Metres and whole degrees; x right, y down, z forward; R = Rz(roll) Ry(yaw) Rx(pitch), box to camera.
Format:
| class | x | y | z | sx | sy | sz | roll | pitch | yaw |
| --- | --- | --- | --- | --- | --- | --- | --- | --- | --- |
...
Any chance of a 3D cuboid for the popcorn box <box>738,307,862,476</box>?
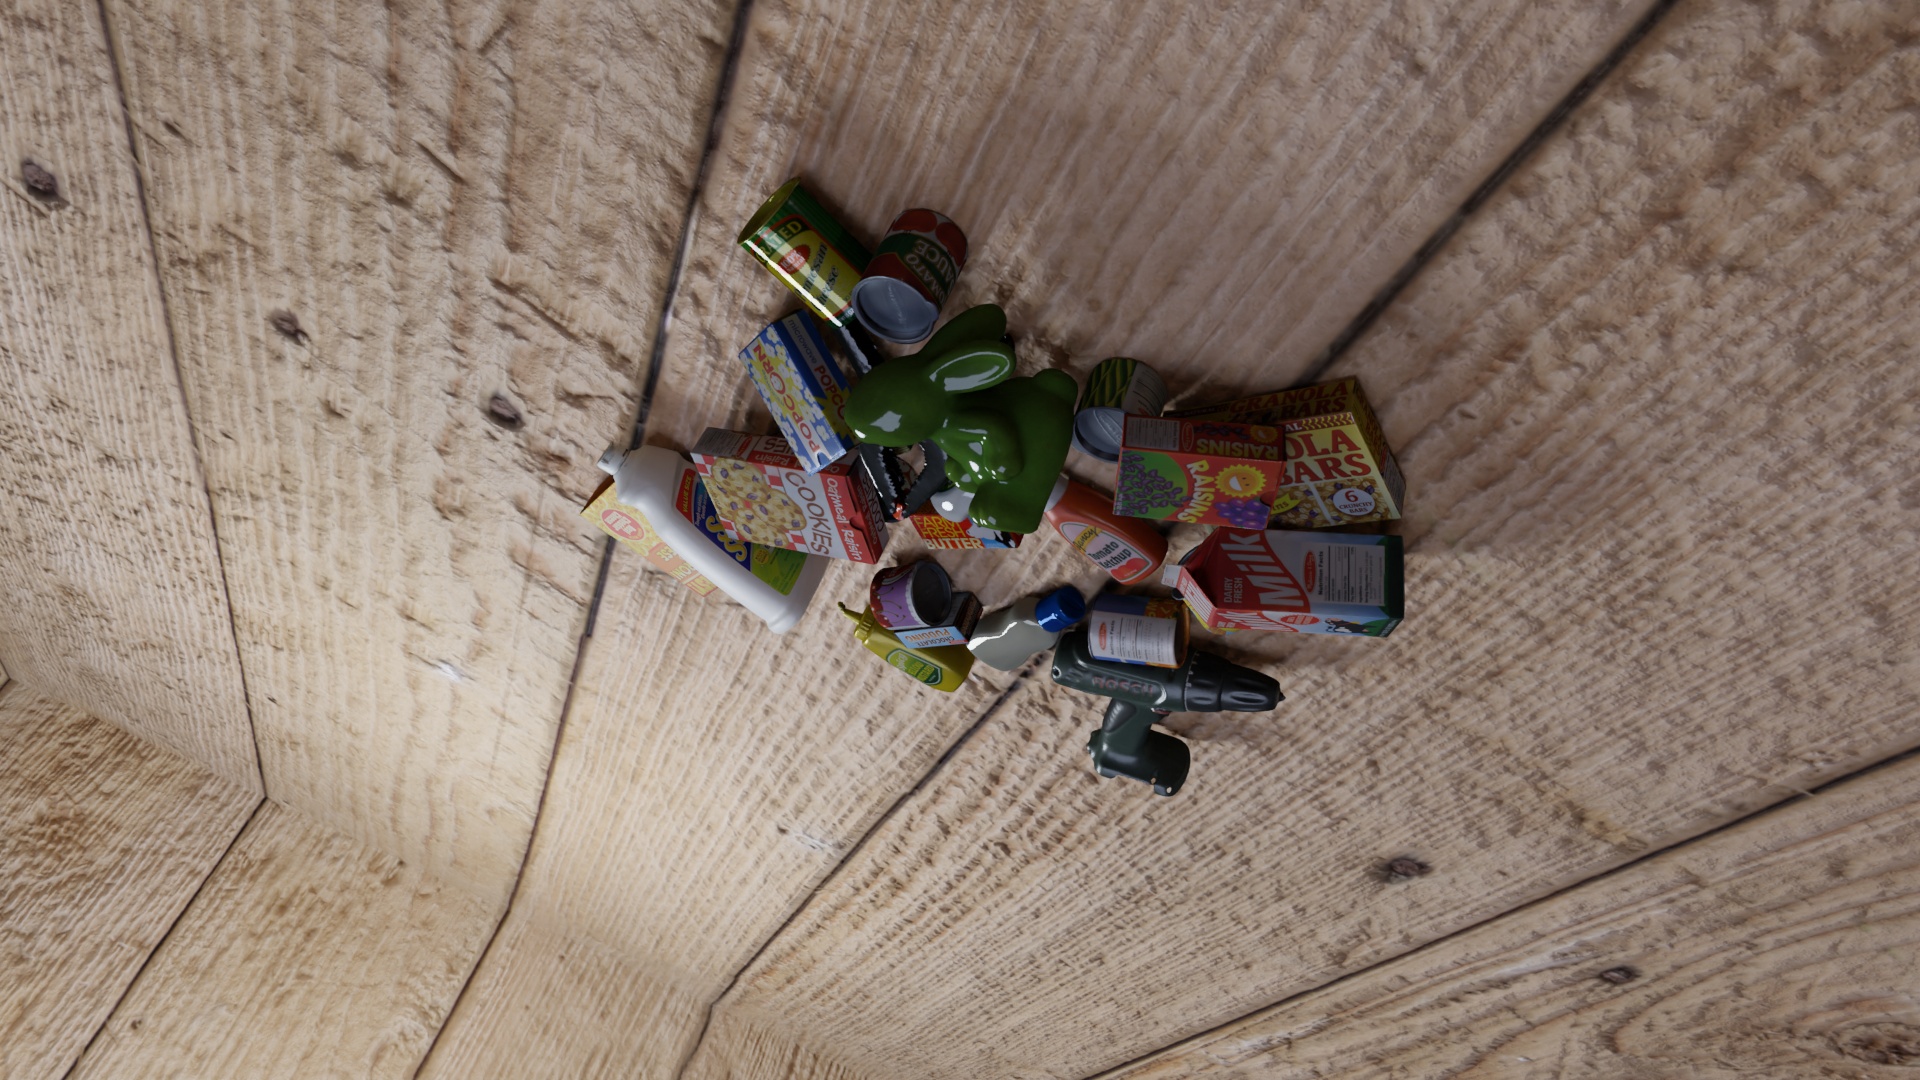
| class | x | y | z | sx | sy | sz | roll | pitch | yaw |
| --- | --- | --- | --- | --- | --- | --- | --- | --- | --- |
| popcorn box | -0.133 | -0.127 | 1.197 | 0.126 | 0.038 | 0.085 | 60 | 148 | -4 |

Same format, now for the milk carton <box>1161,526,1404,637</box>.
| class | x | y | z | sx | sy | sz | roll | pitch | yaw |
| --- | --- | --- | --- | --- | --- | --- | --- | --- | --- |
| milk carton | 0.265 | 0.034 | 1.159 | 0.191 | 0.073 | 0.072 | 3 | 164 | 6 |

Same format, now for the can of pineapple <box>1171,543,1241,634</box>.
| class | x | y | z | sx | sy | sz | roll | pitch | yaw |
| --- | --- | --- | --- | --- | --- | --- | --- | --- | --- |
| can of pineapple | 0.230 | 0.043 | 1.244 | 0.071 | 0.071 | 0.057 | -11 | 133 | 38 |

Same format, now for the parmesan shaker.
| class | x | y | z | sx | sy | sz | roll | pitch | yaw |
| --- | --- | --- | --- | --- | --- | --- | --- | --- | --- |
| parmesan shaker | -0.113 | -0.225 | 1.091 | 0.103 | 0.072 | 0.071 | 41 | 141 | -24 |

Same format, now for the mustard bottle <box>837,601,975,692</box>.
| class | x | y | z | sx | sy | sz | roll | pitch | yaw |
| --- | --- | --- | --- | --- | --- | --- | --- | --- | --- |
| mustard bottle | -0.065 | 0.109 | 1.510 | 0.160 | 0.049 | 0.065 | 27 | 143 | -6 |

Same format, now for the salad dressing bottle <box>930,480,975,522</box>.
| class | x | y | z | sx | sy | sz | roll | pitch | yaw |
| --- | --- | --- | --- | --- | --- | --- | --- | --- | --- |
| salad dressing bottle | 0.033 | -0.068 | 1.220 | 0.044 | 0.064 | 0.147 | 44 | 132 | -11 |

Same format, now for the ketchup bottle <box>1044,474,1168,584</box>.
| class | x | y | z | sx | sy | sz | roll | pitch | yaw |
| --- | --- | --- | --- | --- | --- | --- | --- | --- | --- |
| ketchup bottle | 0.113 | -0.020 | 1.249 | 0.148 | 0.044 | 0.064 | 36 | 143 | -16 |

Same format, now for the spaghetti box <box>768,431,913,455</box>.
| class | x | y | z | sx | sy | sz | roll | pitch | yaw |
| --- | --- | --- | --- | --- | --- | --- | --- | --- | --- |
| spaghetti box | -0.146 | -0.083 | 1.323 | 0.249 | 0.029 | 0.050 | -13 | 130 | 40 |

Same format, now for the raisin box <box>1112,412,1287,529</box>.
| class | x | y | z | sx | sy | sz | roll | pitch | yaw |
| --- | --- | --- | --- | --- | --- | --- | --- | --- | --- |
| raisin box | 0.184 | -0.053 | 1.080 | 0.123 | 0.040 | 0.085 | 6 | 143 | 4 |

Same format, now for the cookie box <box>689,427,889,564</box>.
| class | x | y | z | sx | sy | sz | roll | pitch | yaw |
| --- | --- | --- | --- | --- | --- | --- | --- | --- | --- |
| cookie box | -0.160 | -0.041 | 1.319 | 0.167 | 0.040 | 0.122 | 10 | 141 | 21 |

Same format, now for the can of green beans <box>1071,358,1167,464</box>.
| class | x | y | z | sx | sy | sz | roll | pitch | yaw |
| --- | --- | --- | --- | --- | --- | --- | --- | --- | --- |
| can of green beans | 0.128 | -0.104 | 1.118 | 0.071 | 0.058 | 0.071 | 15 | 144 | 11 |

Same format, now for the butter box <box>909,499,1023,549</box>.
| class | x | y | z | sx | sy | sz | roll | pitch | yaw |
| --- | --- | --- | --- | --- | --- | --- | --- | --- | --- |
| butter box | 0.005 | -0.017 | 1.329 | 0.103 | 0.024 | 0.053 | -1 | 139 | 30 |

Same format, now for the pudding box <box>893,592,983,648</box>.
| class | x | y | z | sx | sy | sz | roll | pitch | yaw |
| --- | --- | --- | --- | --- | --- | --- | --- | --- | --- |
| pudding box | -0.023 | 0.083 | 1.453 | 0.083 | 0.050 | 0.030 | -8 | 132 | 35 |

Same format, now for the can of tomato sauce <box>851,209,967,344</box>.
| class | x | y | z | sx | sy | sz | roll | pitch | yaw |
| --- | --- | --- | --- | --- | --- | --- | --- | --- | --- |
| can of tomato sauce | -0.036 | -0.202 | 1.060 | 0.071 | 0.083 | 0.070 | 15 | 144 | 11 |

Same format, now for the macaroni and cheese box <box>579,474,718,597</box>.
| class | x | y | z | sx | sy | sz | roll | pitch | yaw |
| --- | --- | --- | --- | --- | --- | --- | --- | --- | --- |
| macaroni and cheese box | -0.310 | -0.014 | 1.494 | 0.166 | 0.040 | 0.123 | 37 | 143 | -18 |

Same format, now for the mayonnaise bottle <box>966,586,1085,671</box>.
| class | x | y | z | sx | sy | sz | roll | pitch | yaw |
| --- | --- | --- | --- | --- | --- | --- | --- | --- | --- |
| mayonnaise bottle | 0.070 | 0.088 | 1.416 | 0.064 | 0.041 | 0.147 | 35 | 142 | -18 |

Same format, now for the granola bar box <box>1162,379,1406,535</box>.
| class | x | y | z | sx | sy | sz | roll | pitch | yaw |
| --- | --- | --- | --- | --- | --- | --- | --- | --- | --- |
| granola bar box | 0.257 | -0.062 | 1.117 | 0.165 | 0.039 | 0.124 | -7 | 136 | 36 |

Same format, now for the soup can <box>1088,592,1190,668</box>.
| class | x | y | z | sx | sy | sz | roll | pitch | yaw |
| --- | --- | --- | --- | --- | --- | --- | --- | --- | --- |
| soup can | 0.173 | 0.085 | 1.336 | 0.084 | 0.072 | 0.071 | 5 | 141 | 23 |

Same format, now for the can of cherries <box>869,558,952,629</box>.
| class | x | y | z | sx | sy | sz | roll | pitch | yaw |
| --- | --- | --- | --- | --- | --- | --- | --- | --- | --- |
| can of cherries | -0.052 | 0.054 | 1.420 | 0.058 | 0.072 | 0.071 | -8 | 134 | 37 |

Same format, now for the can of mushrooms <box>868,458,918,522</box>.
| class | x | y | z | sx | sy | sz | roll | pitch | yaw |
| --- | --- | --- | --- | --- | --- | --- | --- | --- | --- |
| can of mushrooms | -0.076 | -0.052 | 1.321 | 0.071 | 0.034 | 0.070 | 15 | 144 | 11 |
